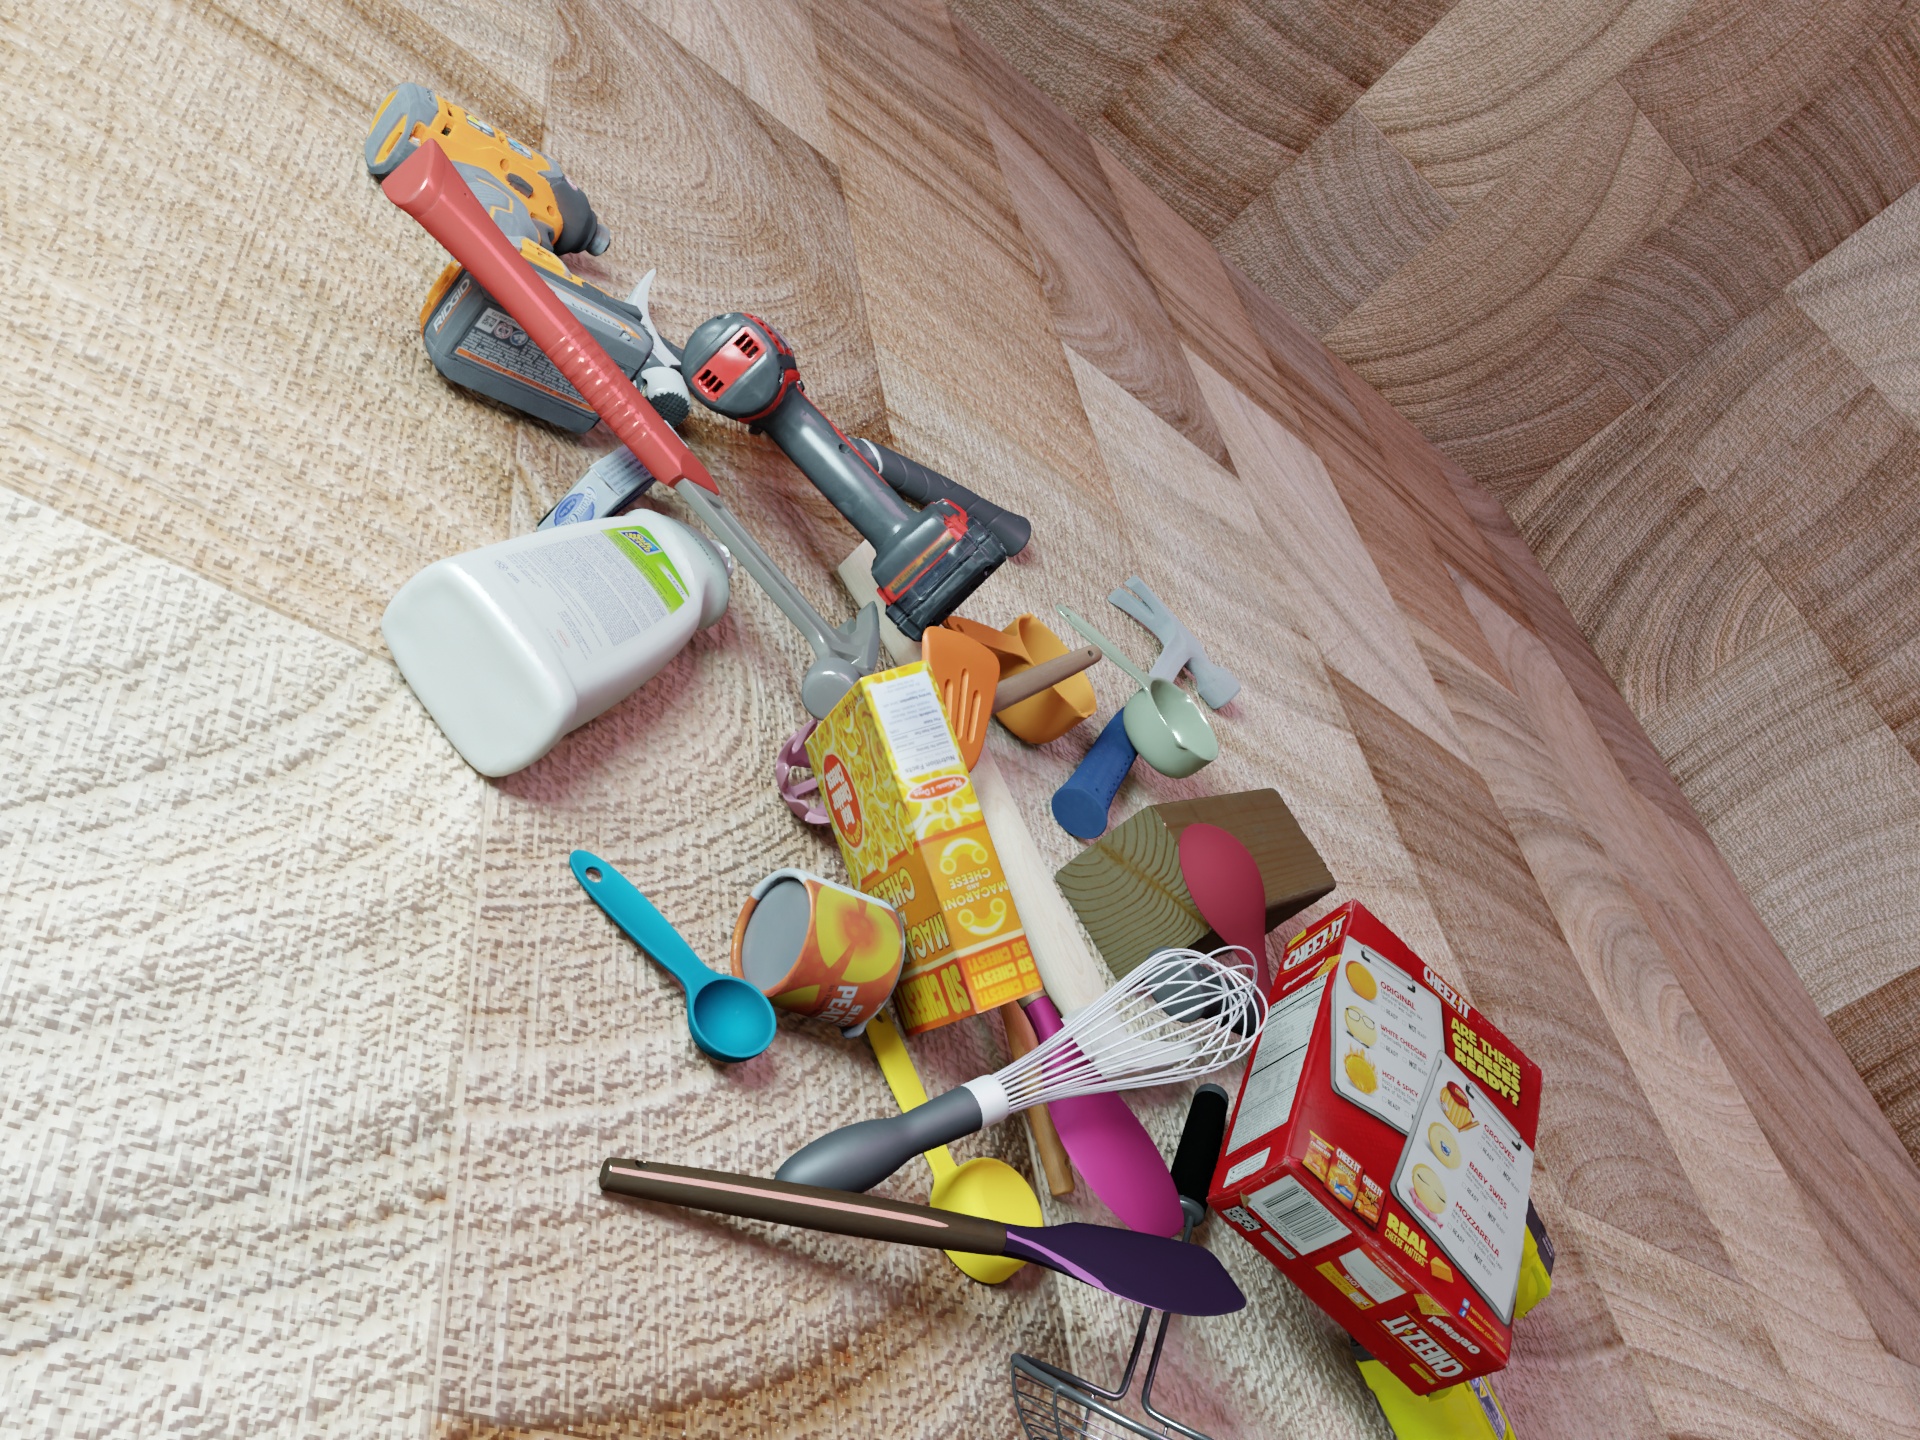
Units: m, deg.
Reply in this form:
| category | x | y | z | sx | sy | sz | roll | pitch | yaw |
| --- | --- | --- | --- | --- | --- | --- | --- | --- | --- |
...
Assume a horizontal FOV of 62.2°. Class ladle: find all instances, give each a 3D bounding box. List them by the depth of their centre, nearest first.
| category | x | y | z | sx | sy | sz | roll | pitch | yaw |
| --- | --- | --- | --- | --- | --- | --- | --- | --- | --- |
| ladle | 0.199 | 0.211 | 0.973 | 0.069 | 0.031 | 0.315 | -22 | 95 | -49 |

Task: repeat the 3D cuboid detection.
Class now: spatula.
| category | x | y | z | sx | sy | sz | roll | pitch | yaw |
| --- | --- | --- | --- | --- | --- | --- | --- | --- | --- |
| spatula | -0.005 | 0.224 | 0.695 | 0.315 | 0.018 | 0.060 | 18 | 14 | -24 |
| spatula | 0.024 | 0.101 | 0.893 | 0.081 | 0.041 | 0.323 | 20 | 49 | -54 |

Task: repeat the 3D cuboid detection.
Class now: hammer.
| category | x | y | z | sx | sy | sz | roll | pitch | yaw |
| --- | --- | --- | --- | --- | --- | --- | --- | --- | --- |
| hammer | -0.168 | -0.157 | 0.866 | 0.358 | 0.036 | 0.149 | 49 | 15 | -17 |
| hammer | 0.021 | 0.047 | 1.022 | 0.146 | 0.038 | 0.411 | 14 | 43 | -51 |
| hammer | 0.220 | 0.206 | 1.073 | 0.334 | 0.035 | 0.146 | 30 | 31 | -46 |
| hammer | -0.087 | -0.208 | 1.194 | 0.408 | 0.036 | 0.149 | 21 | 37 | -44 |
| hammer | 0.138 | -0.009 | 1.270 | 0.144 | 0.035 | 0.405 | 48 | 27 | -3 |

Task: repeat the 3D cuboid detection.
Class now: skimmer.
| category | x | y | z | sx | sy | sz | roll | pitch | yaw |
| --- | --- | --- | --- | --- | --- | --- | --- | --- | --- |
| skimmer | 0.116 | 0.268 | 0.817 | 0.127 | 0.090 | 0.363 | 22 | 24 | 9 |

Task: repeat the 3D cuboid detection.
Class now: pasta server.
| category | x | y | z | sx | sy | sz | roll | pitch | yaw |
| --- | --- | --- | --- | --- | --- | --- | --- | --- | --- |
| pasta server | -0.002 | -0.003 | 0.976 | 0.316 | 0.040 | 0.060 | -25 | 87 | -46 |

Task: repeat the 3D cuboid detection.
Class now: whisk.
| category | x | y | z | sx | sy | sz | roll | pitch | yaw |
| --- | --- | --- | --- | --- | --- | --- | --- | --- | --- |
| whisk | 0.037 | 0.172 | 0.763 | 0.284 | 0.070 | 0.070 | -17 | 65 | -30 |

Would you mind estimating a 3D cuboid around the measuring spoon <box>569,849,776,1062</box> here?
| category | x | y | z | sx | sy | sz | roll | pitch | yaw |
| --- | --- | --- | --- | --- | --- | --- | --- | --- | --- |
| measuring spoon | -0.138 | 0.110 | 0.732 | 0.129 | 0.021 | 0.042 | 44 | 39 | 10 |

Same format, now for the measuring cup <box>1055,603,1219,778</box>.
| category | x | y | z | sx | sy | sz | roll | pitch | yaw |
| --- | --- | --- | --- | --- | --- | --- | --- | --- | --- |
| measuring cup | 0.122 | -0.021 | 1.181 | 0.167 | 0.038 | 0.083 | 41 | 28 | -11 |

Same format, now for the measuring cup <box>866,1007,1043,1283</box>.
| category | x | y | z | sx | sy | sz | roll | pitch | yaw |
| --- | --- | --- | --- | --- | --- | --- | --- | --- | --- |
| measuring cup | -0.007 | 0.199 | 0.787 | 0.062 | 0.029 | 0.157 | 3 | 54 | -55 |

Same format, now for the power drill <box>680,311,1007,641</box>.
| category | x | y | z | sx | sy | sz | roll | pitch | yaw |
| --- | --- | --- | --- | --- | --- | --- | --- | --- | --- |
| power drill | -0.078 | -0.163 | 1.002 | 0.226 | 0.080 | 0.188 | 45 | 6 | -9 |

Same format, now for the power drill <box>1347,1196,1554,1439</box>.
| category | x | y | z | sx | sy | sz | roll | pitch | yaw |
| --- | --- | --- | --- | --- | --- | --- | --- | --- | --- |
| power drill | 0.296 | 0.345 | 0.977 | 0.171 | 0.080 | 0.223 | 63 | 29 | -2 |

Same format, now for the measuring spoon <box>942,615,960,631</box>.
| category | x | y | z | sx | sy | sz | roll | pitch | yaw |
| --- | --- | --- | --- | --- | --- | --- | --- | --- | --- |
| measuring spoon | -0.006 | -0.061 | 1.109 | 0.021 | 0.011 | 0.117 | 59 | 7 | 14 |

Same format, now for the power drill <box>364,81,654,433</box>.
| category | x | y | z | sx | sy | sz | roll | pitch | yaw |
| --- | --- | --- | --- | --- | --- | --- | --- | --- | --- |
| power drill | -0.265 | -0.282 | 0.975 | 0.164 | 0.084 | 0.227 | 19 | 36 | -46 |

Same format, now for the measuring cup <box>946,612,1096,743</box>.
| category | x | y | z | sx | sy | sz | roll | pitch | yaw |
| --- | --- | --- | --- | --- | --- | --- | --- | --- | --- |
| measuring cup | 0.026 | -0.034 | 1.103 | 0.173 | 0.052 | 0.095 | 18 | 40 | -52 |

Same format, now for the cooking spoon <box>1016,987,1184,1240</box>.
| category | x | y | z | sx | sy | sz | roll | pitch | yaw |
| --- | --- | --- | --- | --- | --- | --- | --- | --- | --- |
| cooking spoon | 0.026 | 0.127 | 0.839 | 0.068 | 0.017 | 0.319 | -2 | 55 | -53 |
